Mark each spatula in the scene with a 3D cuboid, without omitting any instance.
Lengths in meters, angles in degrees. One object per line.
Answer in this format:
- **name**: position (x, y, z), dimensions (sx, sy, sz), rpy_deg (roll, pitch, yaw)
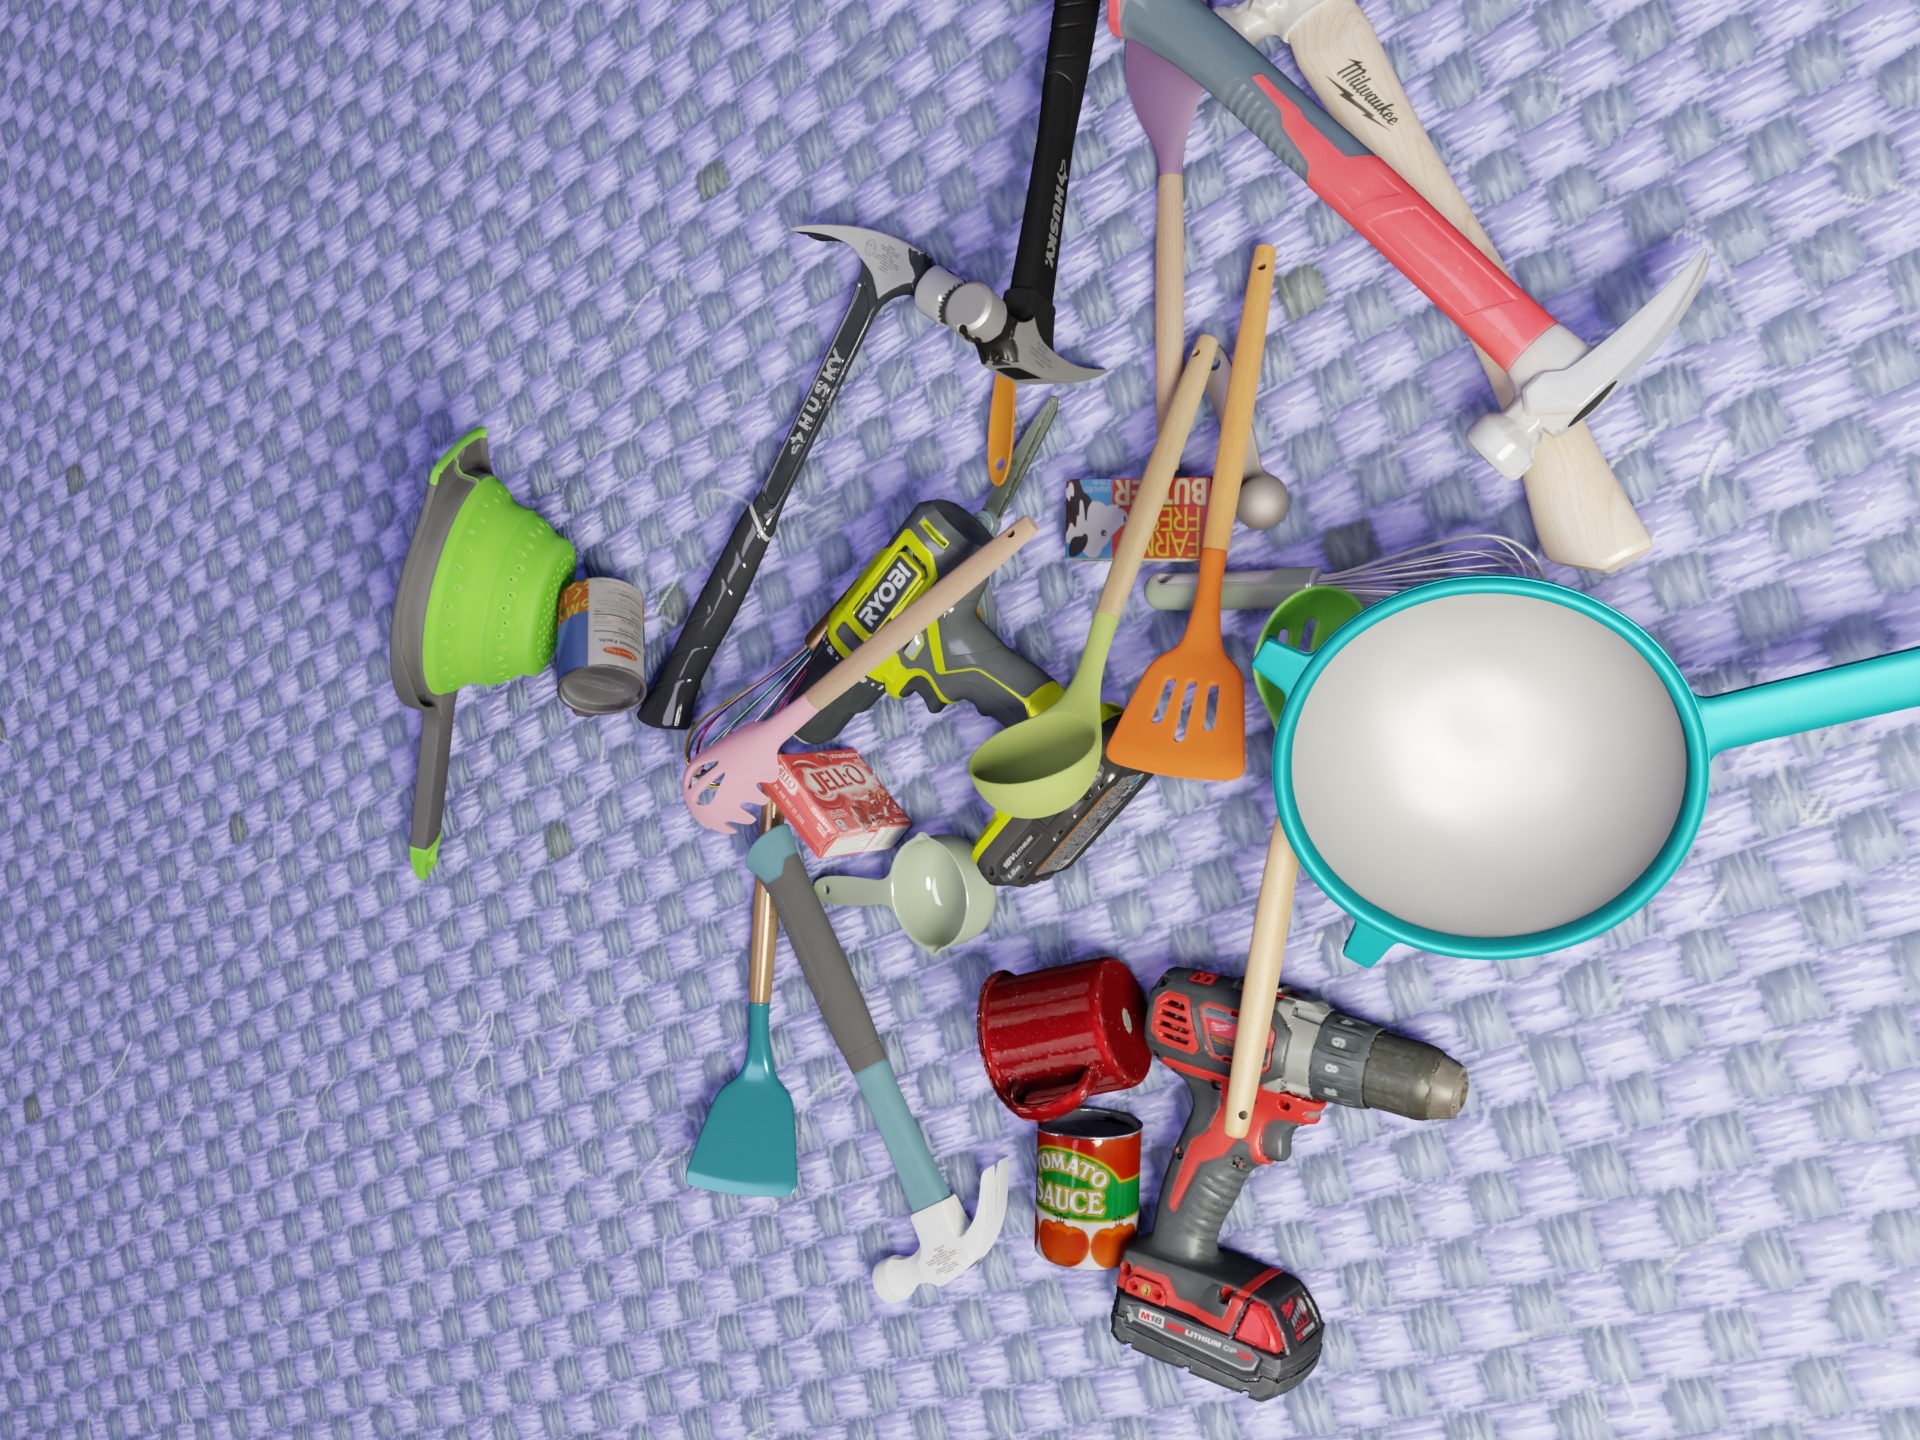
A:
- **spatula**: position (-0.145, 0.180, 1.155), dimensions (0.082, 0.044, 0.317), rpy_deg (4, 91, 9)
- **spatula**: position (0.129, -0.313, 0.991), dimensions (0.060, 0.018, 0.316), rpy_deg (-1, 89, 39)
- **spatula**: position (0.152, -0.125, 0.931), dimensions (0.081, 0.041, 0.322), rpy_deg (9, 86, 17)

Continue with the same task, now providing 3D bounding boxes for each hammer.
- **hammer**: position (0.281, -0.272, 0.885), dimensions (0.146, 0.038, 0.411), rpy_deg (-30, 75, 28)
- **hammer**: position (0.222, -0.315, 0.877), dimensions (0.143, 0.038, 0.387), rpy_deg (-46, 69, 20)
- **hammer**: position (-0.141, -0.165, 1.154), dimensions (0.149, 0.036, 0.409), rpy_deg (39, 110, 27)
- **hammer**: position (-0.070, 0.228, 1.103), dimensions (0.128, 0.033, 0.331), rpy_deg (-32, 78, 28)
- **hammer**: position (0.064, -0.371, 0.988), dimensions (0.035, 0.146, 0.335), rpy_deg (4, 81, 32)

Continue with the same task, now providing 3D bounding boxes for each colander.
- **colander**: position (-0.377, -0.029, 1.270), dimensions (0.094, 0.205, 0.396), rpy_deg (15, 119, -3)

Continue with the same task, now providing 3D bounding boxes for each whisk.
- **whisk**: position (0.215, -0.078, 0.924), dimensions (0.246, 0.058, 0.059), rpy_deg (2, 122, 36)
- **whisk**: position (-0.120, -0.039, 1.138), dimensions (0.245, 0.051, 0.047), rpy_deg (-46, 62, 21)

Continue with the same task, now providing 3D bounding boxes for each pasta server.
- **pasta server**: position (-0.070, -0.028, 1.014), dimensions (0.316, 0.040, 0.060), rpy_deg (-38, 71, 21)

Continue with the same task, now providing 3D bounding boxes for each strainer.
- **strainer**: position (0.333, -0.002, 0.821), dimensions (0.340, 0.095, 0.211), rpy_deg (-15, 106, 20)

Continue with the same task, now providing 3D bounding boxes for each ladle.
- **ladle**: position (0.088, -0.091, 0.937), dimensions (0.078, 0.062, 0.320), rpy_deg (11, 76, 45)

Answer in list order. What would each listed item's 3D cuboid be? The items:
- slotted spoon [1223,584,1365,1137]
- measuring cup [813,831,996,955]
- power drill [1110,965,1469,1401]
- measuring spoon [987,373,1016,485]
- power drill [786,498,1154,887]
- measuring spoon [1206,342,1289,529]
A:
- **slotted spoon**: position (0.179, 0.080, 0.896), dimensions (0.070, 0.031, 0.314), rpy_deg (9, 91, -10)
- **measuring cup**: position (-0.039, 0.116, 1.098), dimensions (0.168, 0.038, 0.083), rpy_deg (-5, 91, 48)
- **power drill**: position (0.186, 0.269, 0.929), dimensions (0.188, 0.080, 0.226), rpy_deg (11, 93, 31)
- **measuring spoon**: position (0.031, -0.212, 1.052), dimensions (0.021, 0.011, 0.117), rpy_deg (2, 86, 42)
- **power drill**: position (-0.002, -0.003, 1.030), dimensions (0.229, 0.080, 0.190), rpy_deg (47, 113, 19)
- **measuring spoon**: position (0.167, -0.175, 0.968), dimensions (0.034, 0.018, 0.124), rpy_deg (-23, 78, 31)
